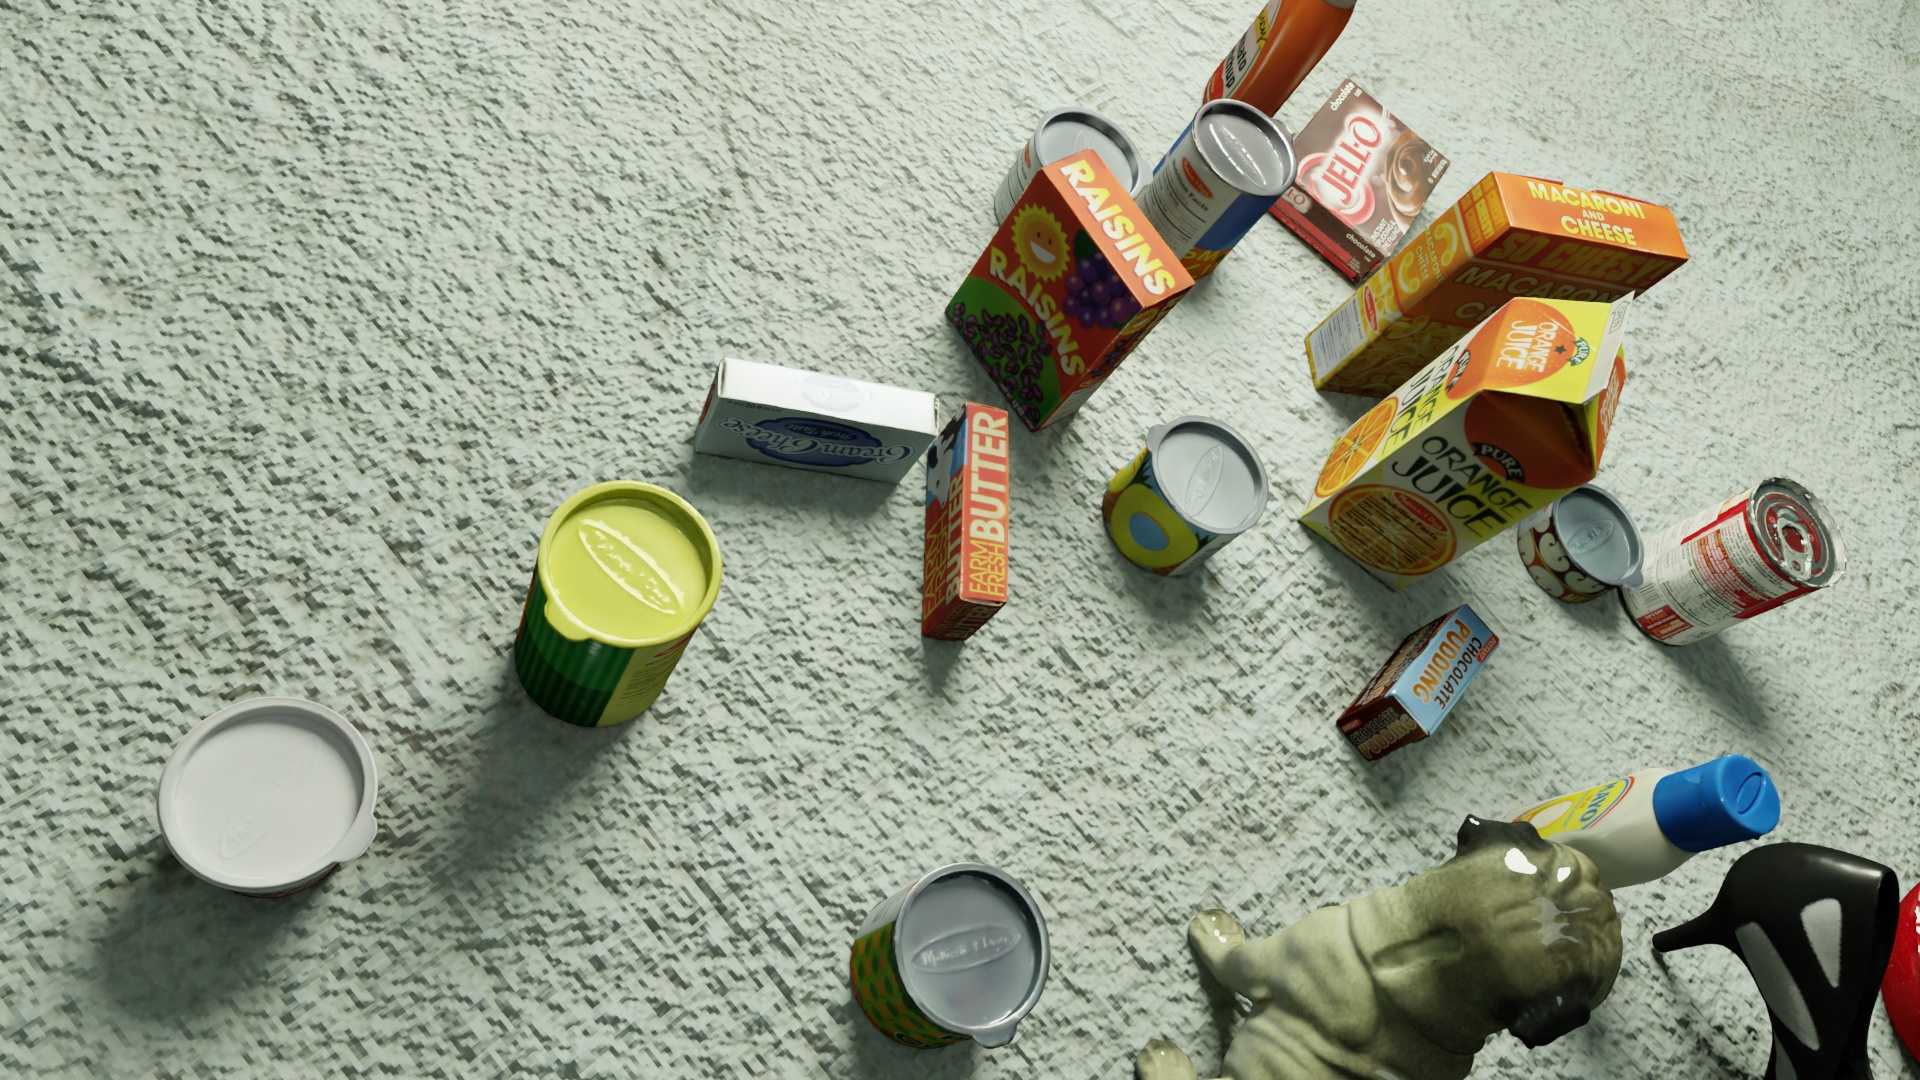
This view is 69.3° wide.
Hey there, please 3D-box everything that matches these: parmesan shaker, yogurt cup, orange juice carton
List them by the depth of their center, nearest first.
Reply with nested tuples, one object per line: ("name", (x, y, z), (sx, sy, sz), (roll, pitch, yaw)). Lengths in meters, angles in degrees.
("yogurt cup", (-0.246, 0.096, 0.496), (0.072, 0.053, 0.072), (10, 62, -19))
("parmesan shaker", (-0.140, 0.030, 0.546), (0.071, 0.102, 0.071), (10, 62, -19))
("orange juice carton", (0.265, -0.053, 0.711), (0.073, 0.191, 0.072), (36, 57, -4))

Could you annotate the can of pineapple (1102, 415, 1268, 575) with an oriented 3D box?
("can of pineapple", (0.113, -0.023, 0.710), (0.071, 0.057, 0.071), (10, 62, -19))

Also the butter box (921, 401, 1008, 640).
("butter box", (0.002, -0.008, 0.657), (0.024, 0.053, 0.104), (11, 62, -19))

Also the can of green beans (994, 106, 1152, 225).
("can of green beans", (0.060, -0.196, 0.771), (0.071, 0.057, 0.071), (10, 62, -19))

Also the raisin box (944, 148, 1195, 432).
("raisin box", (0.051, -0.121, 0.692), (0.040, 0.123, 0.086), (-28, 79, -32))

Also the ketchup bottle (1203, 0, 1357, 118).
("ketchup bottle", (0.201, -0.307, 0.834), (0.043, 0.148, 0.065), (20, 59, -14))

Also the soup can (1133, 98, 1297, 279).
("soup can", (0.143, -0.199, 0.794), (0.071, 0.083, 0.071), (10, 62, -19))

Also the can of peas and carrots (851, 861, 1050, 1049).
("can of peas and carrots", (-0.004, 0.171, 0.562), (0.071, 0.058, 0.071), (10, 62, -19))

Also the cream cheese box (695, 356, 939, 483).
("cream cheese box", (-0.067, -0.055, 0.649), (0.104, 0.053, 0.024), (8, 63, -20))

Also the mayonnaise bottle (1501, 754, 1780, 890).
("mayonnaise bottle", (0.317, 0.139, 0.665), (0.065, 0.147, 0.041), (-37, 84, -33))

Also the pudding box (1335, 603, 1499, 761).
("pudding box", (0.239, 0.074, 0.722), (0.030, 0.049, 0.084), (49, 57, 4))

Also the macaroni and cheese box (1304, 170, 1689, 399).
("macaroni and cheese box", (0.293, -0.134, 0.779), (0.124, 0.165, 0.040), (4, 65, -22))

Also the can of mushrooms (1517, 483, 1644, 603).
("can of mushrooms", (0.368, 0.004, 0.823), (0.071, 0.033, 0.071), (10, 62, -19))
